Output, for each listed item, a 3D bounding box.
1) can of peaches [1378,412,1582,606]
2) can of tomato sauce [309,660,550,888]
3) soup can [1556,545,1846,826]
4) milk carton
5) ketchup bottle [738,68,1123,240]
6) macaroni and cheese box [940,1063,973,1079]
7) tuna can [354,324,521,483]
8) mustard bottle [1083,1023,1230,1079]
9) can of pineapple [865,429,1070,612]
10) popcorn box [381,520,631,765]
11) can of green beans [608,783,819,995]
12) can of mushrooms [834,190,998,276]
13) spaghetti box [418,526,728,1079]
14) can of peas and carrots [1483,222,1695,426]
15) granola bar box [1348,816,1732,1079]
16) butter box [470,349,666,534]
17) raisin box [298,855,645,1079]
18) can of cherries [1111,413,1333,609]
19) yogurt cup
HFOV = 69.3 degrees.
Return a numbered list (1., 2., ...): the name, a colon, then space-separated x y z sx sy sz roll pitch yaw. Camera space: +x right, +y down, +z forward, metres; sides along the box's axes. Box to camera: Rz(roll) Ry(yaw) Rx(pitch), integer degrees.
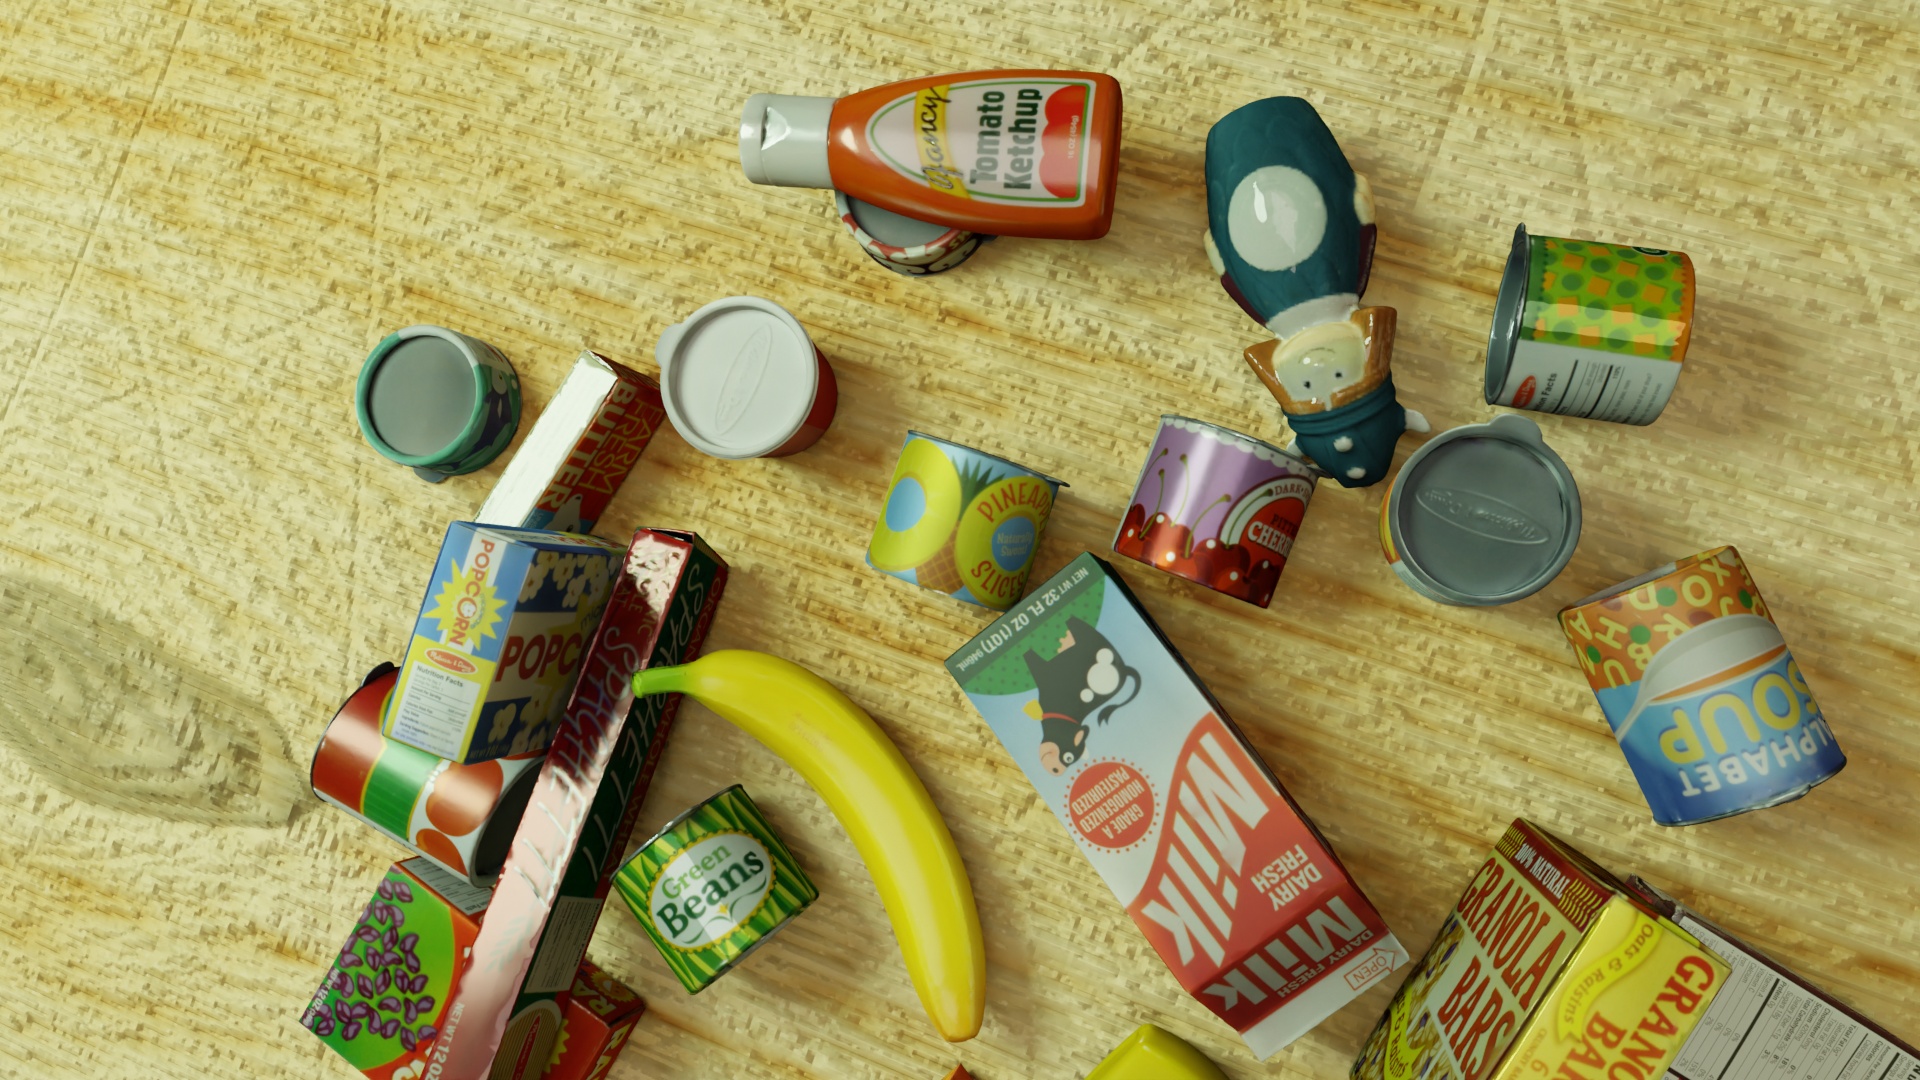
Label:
1. can of peaches: 0.195 -0.010 0.527 0.071 0.058 0.071 -1 85 12
2. can of tomato sauce: -0.223 0.100 0.601 0.083 0.071 0.071 25 92 12
3. soup can: 0.266 0.052 0.500 0.071 0.071 0.084 -24 81 9
4. milk carton: 0.083 0.101 0.534 0.072 0.073 0.191 -38 80 7
5. ketchup bottle: -0.012 -0.156 0.553 0.149 0.043 0.064 6 87 11
6. macaroni and cheese box: -0.023 0.315 0.556 0.166 0.040 0.124 -43 79 6
7. tuna can: -0.239 -0.062 0.634 0.071 0.033 0.071 -1 85 12
8. mustard bottle: 0.110 0.263 0.528 0.065 0.049 0.160 -44 79 6
9. can of pineapple: 0.002 -0.007 0.561 0.071 0.071 0.058 19 91 12
10. popcorn box: -0.173 0.040 0.565 0.038 0.126 0.085 17 90 10
11. can of green beans: -0.101 0.143 0.572 0.071 0.071 0.058 -40 80 7
12. can of mushrooms: -0.017 -0.149 0.594 0.071 0.033 0.071 -1 85 10
13. spaghetti box: -0.155 0.115 0.568 0.029 0.050 0.250 15 76 13
14. can of peas and carrots: 0.234 -0.081 0.521 0.059 0.071 0.071 10 88 12
15. granola bar box: 0.181 0.162 0.462 0.039 0.165 0.124 33 93 13
16. butter box: -0.171 -0.031 0.607 0.024 0.053 0.103 35 93 15
17. raisin box: -0.212 0.207 0.605 0.123 0.040 0.086 31 91 14
18. can of cherries: 0.101 -0.010 0.541 0.071 0.071 0.058 22 91 12
19. yogurt cup: -0.086 -0.065 0.591 0.072 0.054 0.072 -1 86 12
